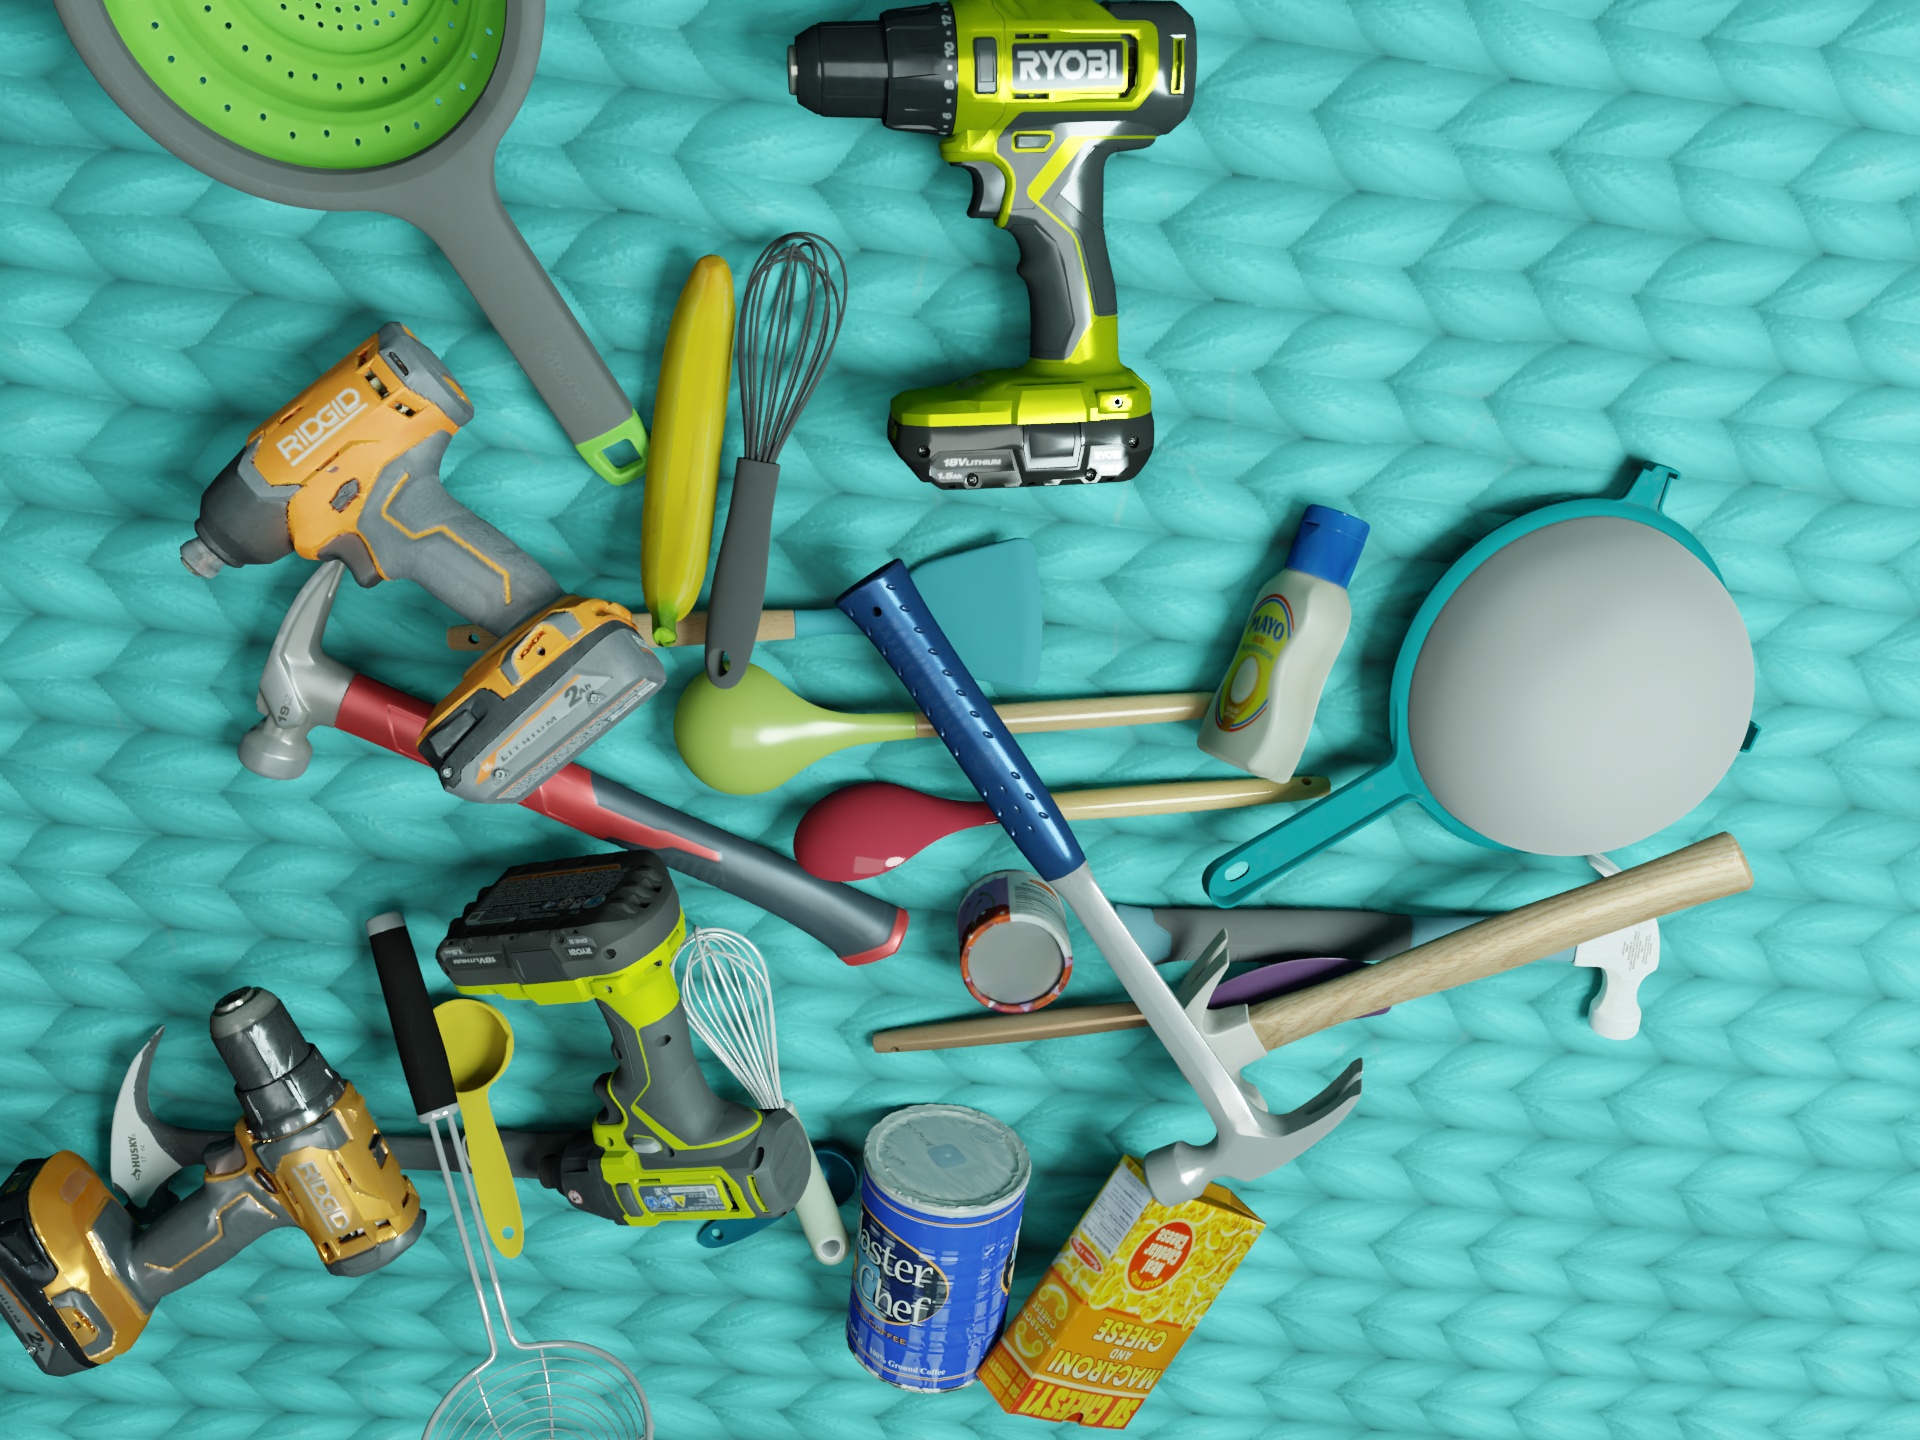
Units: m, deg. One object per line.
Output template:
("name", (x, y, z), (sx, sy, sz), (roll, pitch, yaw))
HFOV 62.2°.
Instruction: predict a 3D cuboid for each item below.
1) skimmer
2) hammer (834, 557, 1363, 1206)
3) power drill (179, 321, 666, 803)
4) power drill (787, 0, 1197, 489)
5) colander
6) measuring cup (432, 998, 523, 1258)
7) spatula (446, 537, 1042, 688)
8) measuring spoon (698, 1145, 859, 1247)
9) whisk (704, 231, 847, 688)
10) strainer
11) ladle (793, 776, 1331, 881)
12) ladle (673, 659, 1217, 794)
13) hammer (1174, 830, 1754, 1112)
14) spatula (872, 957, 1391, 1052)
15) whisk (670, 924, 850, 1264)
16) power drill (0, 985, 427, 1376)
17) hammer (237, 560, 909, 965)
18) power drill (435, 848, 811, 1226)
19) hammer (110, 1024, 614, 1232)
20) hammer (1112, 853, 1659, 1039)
("skimmer", (-0.275, 0.279, 0.892), (0.127, 0.090, 0.363), (-16, 81, -21))
("hammer", (0.068, 0.087, 0.866), (0.144, 0.035, 0.405), (-29, 102, 24))
("power drill", (-0.276, -0.067, 0.805), (0.164, 0.084, 0.226), (-39, 88, -2))
("power drill", (0.015, -0.235, 0.783), (0.190, 0.080, 0.228), (-4, 110, -8))
("colander", (-0.258, -0.288, 0.764), (0.204, 0.095, 0.396), (-24, 128, 7))
("measuring cup", (-0.286, 0.244, 0.960), (0.062, 0.029, 0.156), (-15, 85, -5))
("spatula", (-0.116, -0.052, 0.862), (0.317, 0.044, 0.082), (-3, 99, -8))
("measuring spoon", (-0.118, 0.309, 1.032), (0.128, 0.021, 0.042), (-31, 99, 20))
("whisk", (-0.101, -0.132, 0.822), (0.055, 0.055, 0.239), (11, 100, -6))
("strainer", (0.292, 0.024, 0.859), (0.340, 0.095, 0.210), (-30, 113, -1))
("ladle", (0.060, 0.051, 0.918), (0.315, 0.069, 0.031), (-4, 138, -6))
("ladle", (-0.001, -0.003, 0.904), (0.320, 0.062, 0.078), (-4, 107, -8))
("hammer", (0.273, 0.135, 0.898), (0.331, 0.031, 0.130), (-24, 117, 16))
("spatula", (0.100, 0.177, 0.964), (0.316, 0.018, 0.059), (-8, 129, 9))
("whisk", (-0.116, 0.232, 0.971), (0.058, 0.059, 0.246), (-21, 108, -6))
("power drill", (-0.455, 0.267, 0.933), (0.226, 0.084, 0.185), (-21, 108, 0))
("hammer", (-0.202, 0.036, 0.908), (0.386, 0.038, 0.143), (24, 107, -11))
("power drill", (-0.199, 0.192, 0.906), (0.171, 0.080, 0.223), (-8, 115, 21))
("hammer", (-0.323, 0.267, 0.997), (0.409, 0.036, 0.149), (2, 110, -3))
("hammer", (0.256, 0.132, 0.961), (0.331, 0.033, 0.128), (0, 112, -2))
